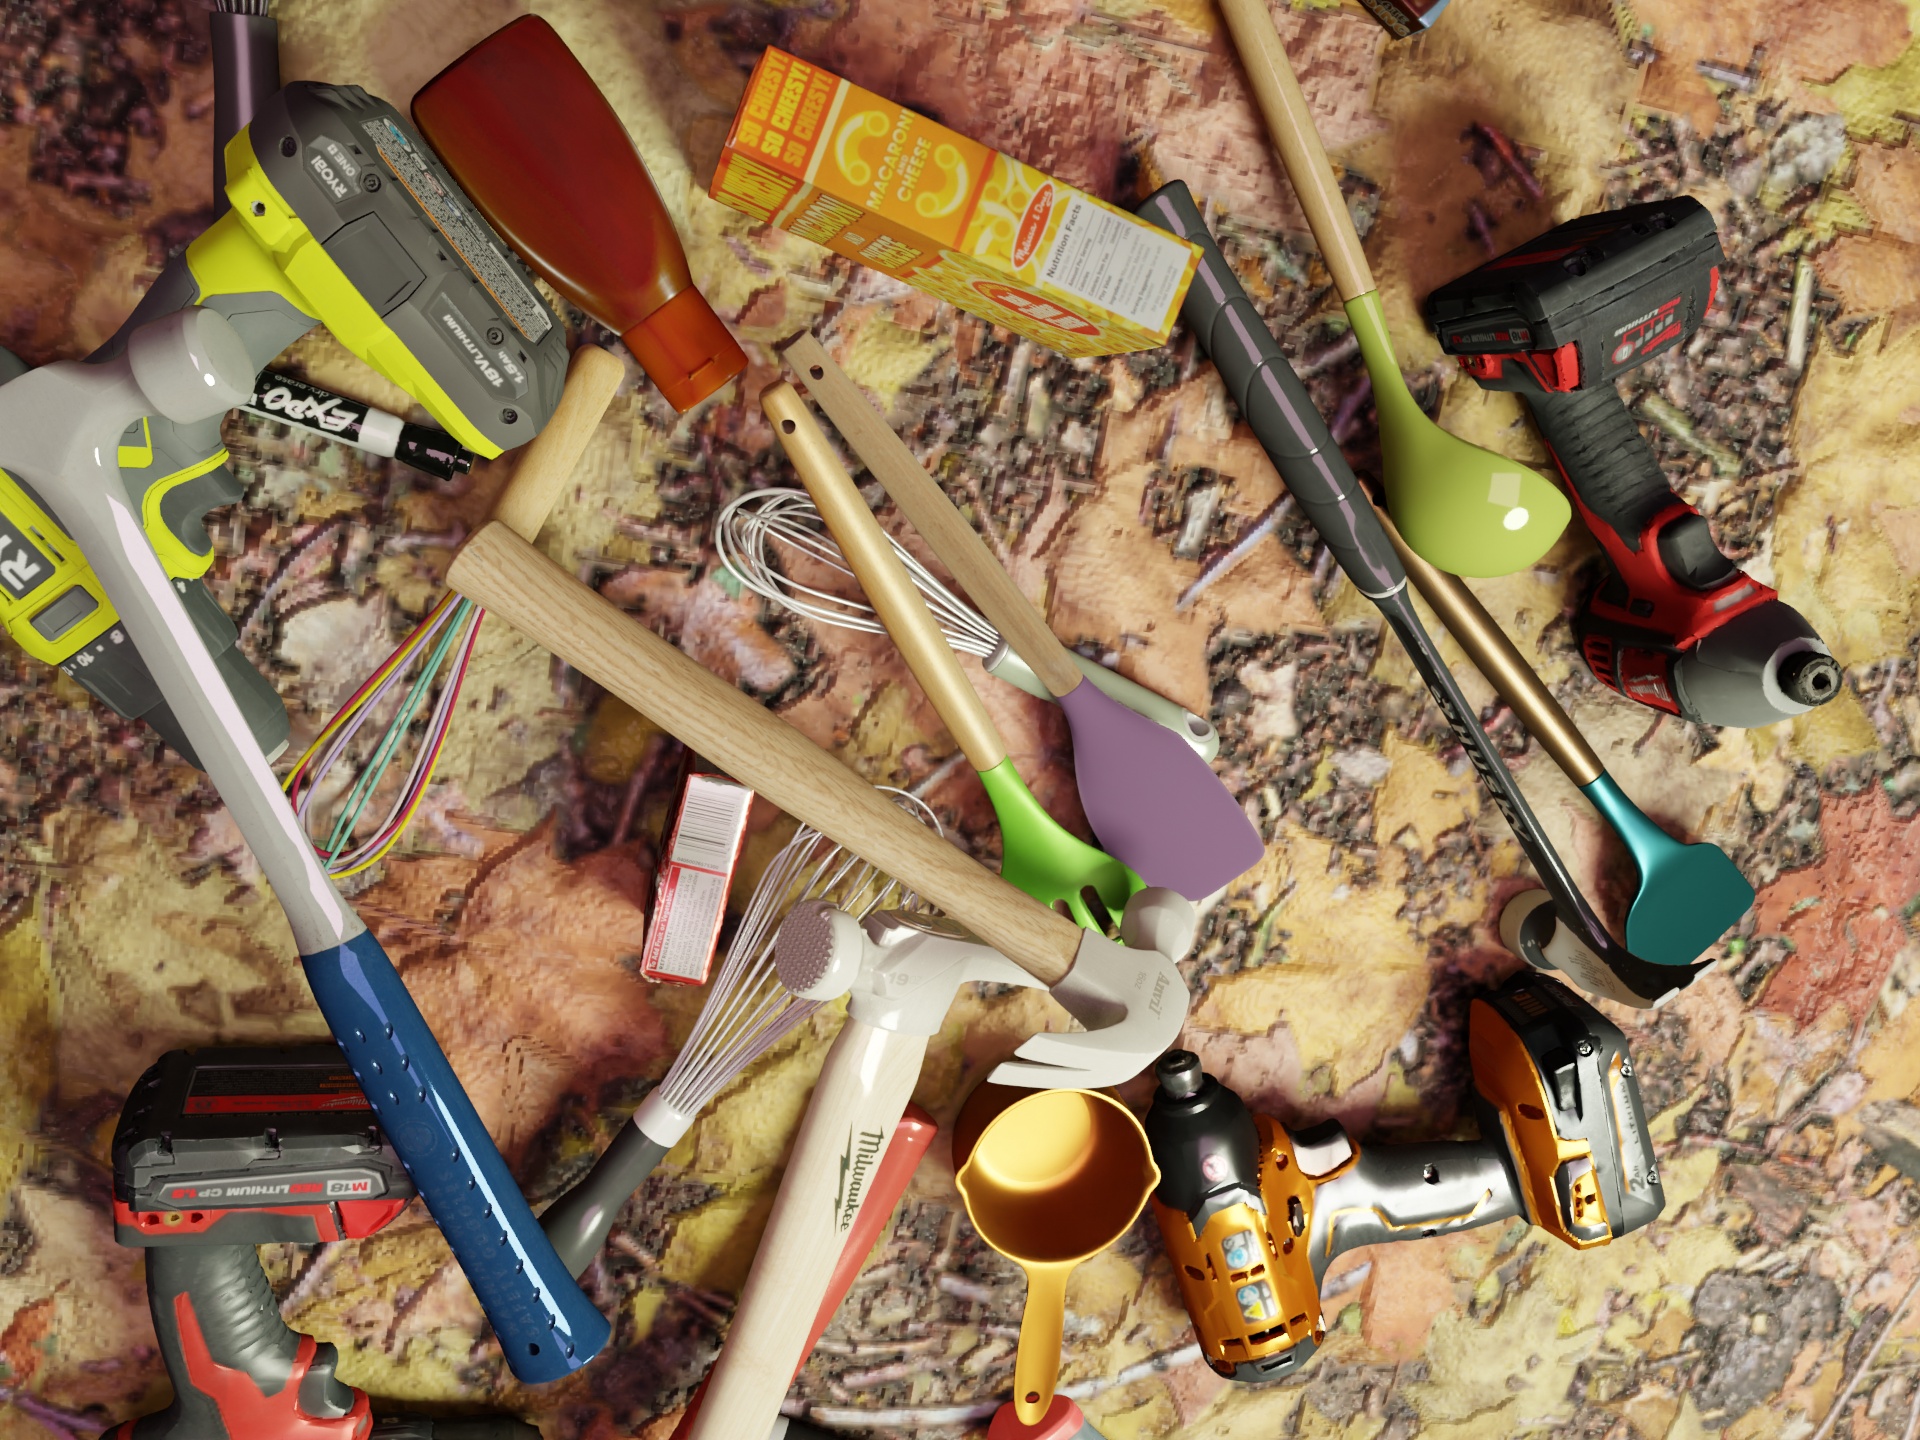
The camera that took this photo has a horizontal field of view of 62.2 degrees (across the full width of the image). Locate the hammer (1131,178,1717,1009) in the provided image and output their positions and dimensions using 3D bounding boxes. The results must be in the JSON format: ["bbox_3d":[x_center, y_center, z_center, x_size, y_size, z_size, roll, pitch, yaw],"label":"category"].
[{"bbox_3d":[0.188,-0.045,0.678,0.036,0.149,0.409,-34,100,-2],"label":"hammer"}]

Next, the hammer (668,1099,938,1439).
[{"bbox_3d":[-0.107,0.335,0.717,0.149,0.037,0.359,32,87,-10],"label":"hammer"}]

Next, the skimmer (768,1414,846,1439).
[{"bbox_3d":[0.059,0.439,0.745,0.363,0.127,0.090,25,63,-1],"label":"skimmer"}]

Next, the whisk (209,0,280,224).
[{"bbox_3d":[-0.263,-0.253,0.576,0.055,0.055,0.239,0,107,-11],"label":"whisk"}]

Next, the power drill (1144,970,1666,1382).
[{"bbox_3d":[0.200,0.201,0.752,0.226,0.084,0.164,-20,105,-2],"label":"power drill"}]

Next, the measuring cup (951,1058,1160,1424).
[{"bbox_3d":[0.036,0.240,0.743,0.095,0.052,0.173,2,104,-12],"label":"measuring cup"}]

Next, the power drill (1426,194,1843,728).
[{"bbox_3d":[0.290,-0.098,0.668,0.078,0.143,0.219,-28,104,-1],"label":"power drill"}]

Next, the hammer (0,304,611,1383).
[{"bbox_3d":[-0.235,0.071,0.570,0.144,0.035,0.405,-20,107,7],"label":"hammer"}]

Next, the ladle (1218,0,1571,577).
[{"bbox_3d":[0.165,-0.205,0.660,0.062,0.078,0.320,-26,97,-15],"label":"ladle"}]

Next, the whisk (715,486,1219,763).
[{"bbox_3d":[0.009,-0.035,0.681,0.246,0.058,0.059,25,131,-18],"label":"whisk"}]

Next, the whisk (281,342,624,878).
[{"bbox_3d":[-0.204,-0.042,0.637,0.047,0.051,0.245,30,93,-10],"label":"whisk"}]

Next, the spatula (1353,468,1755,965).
[{"bbox_3d":[0.275,0.006,0.752,0.082,0.044,0.317,-41,102,0],"label":"spatula"}]

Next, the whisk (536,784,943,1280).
[{"bbox_3d":[-0.106,0.145,0.681,0.070,0.070,0.284,38,93,-16],"label":"whisk"}]

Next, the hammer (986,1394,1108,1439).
[{"bbox_3d":[0.163,0.463,0.826,0.386,0.038,0.143,35,96,-16],"label":"hammer"}]

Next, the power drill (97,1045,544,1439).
[{"bbox_3d":[-0.267,0.257,0.676,0.187,0.080,0.226,4,106,-19],"label":"power drill"}]

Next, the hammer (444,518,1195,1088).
[{"bbox_3d":[-0.053,0.030,0.613,0.331,0.130,0.031,35,123,-5],"label":"hammer"}]

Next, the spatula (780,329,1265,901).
[{"bbox_3d":[0.028,-0.031,0.654,0.060,0.018,0.315,-35,117,10],"label":"spatula"}]

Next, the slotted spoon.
[{"bbox_3d":[-0.001,-0.002,0.655,0.070,0.031,0.313,-22,119,14],"label":"slotted spoon"}]

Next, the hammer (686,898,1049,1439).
[{"bbox_3d":[-0.079,0.273,0.668,0.146,0.038,0.410,17,98,-41],"label":"hammer"}]

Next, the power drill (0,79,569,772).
[{"bbox_3d":[-0.259,-0.097,0.577,0.228,0.080,0.190,-33,113,9],"label":"power drill"}]
